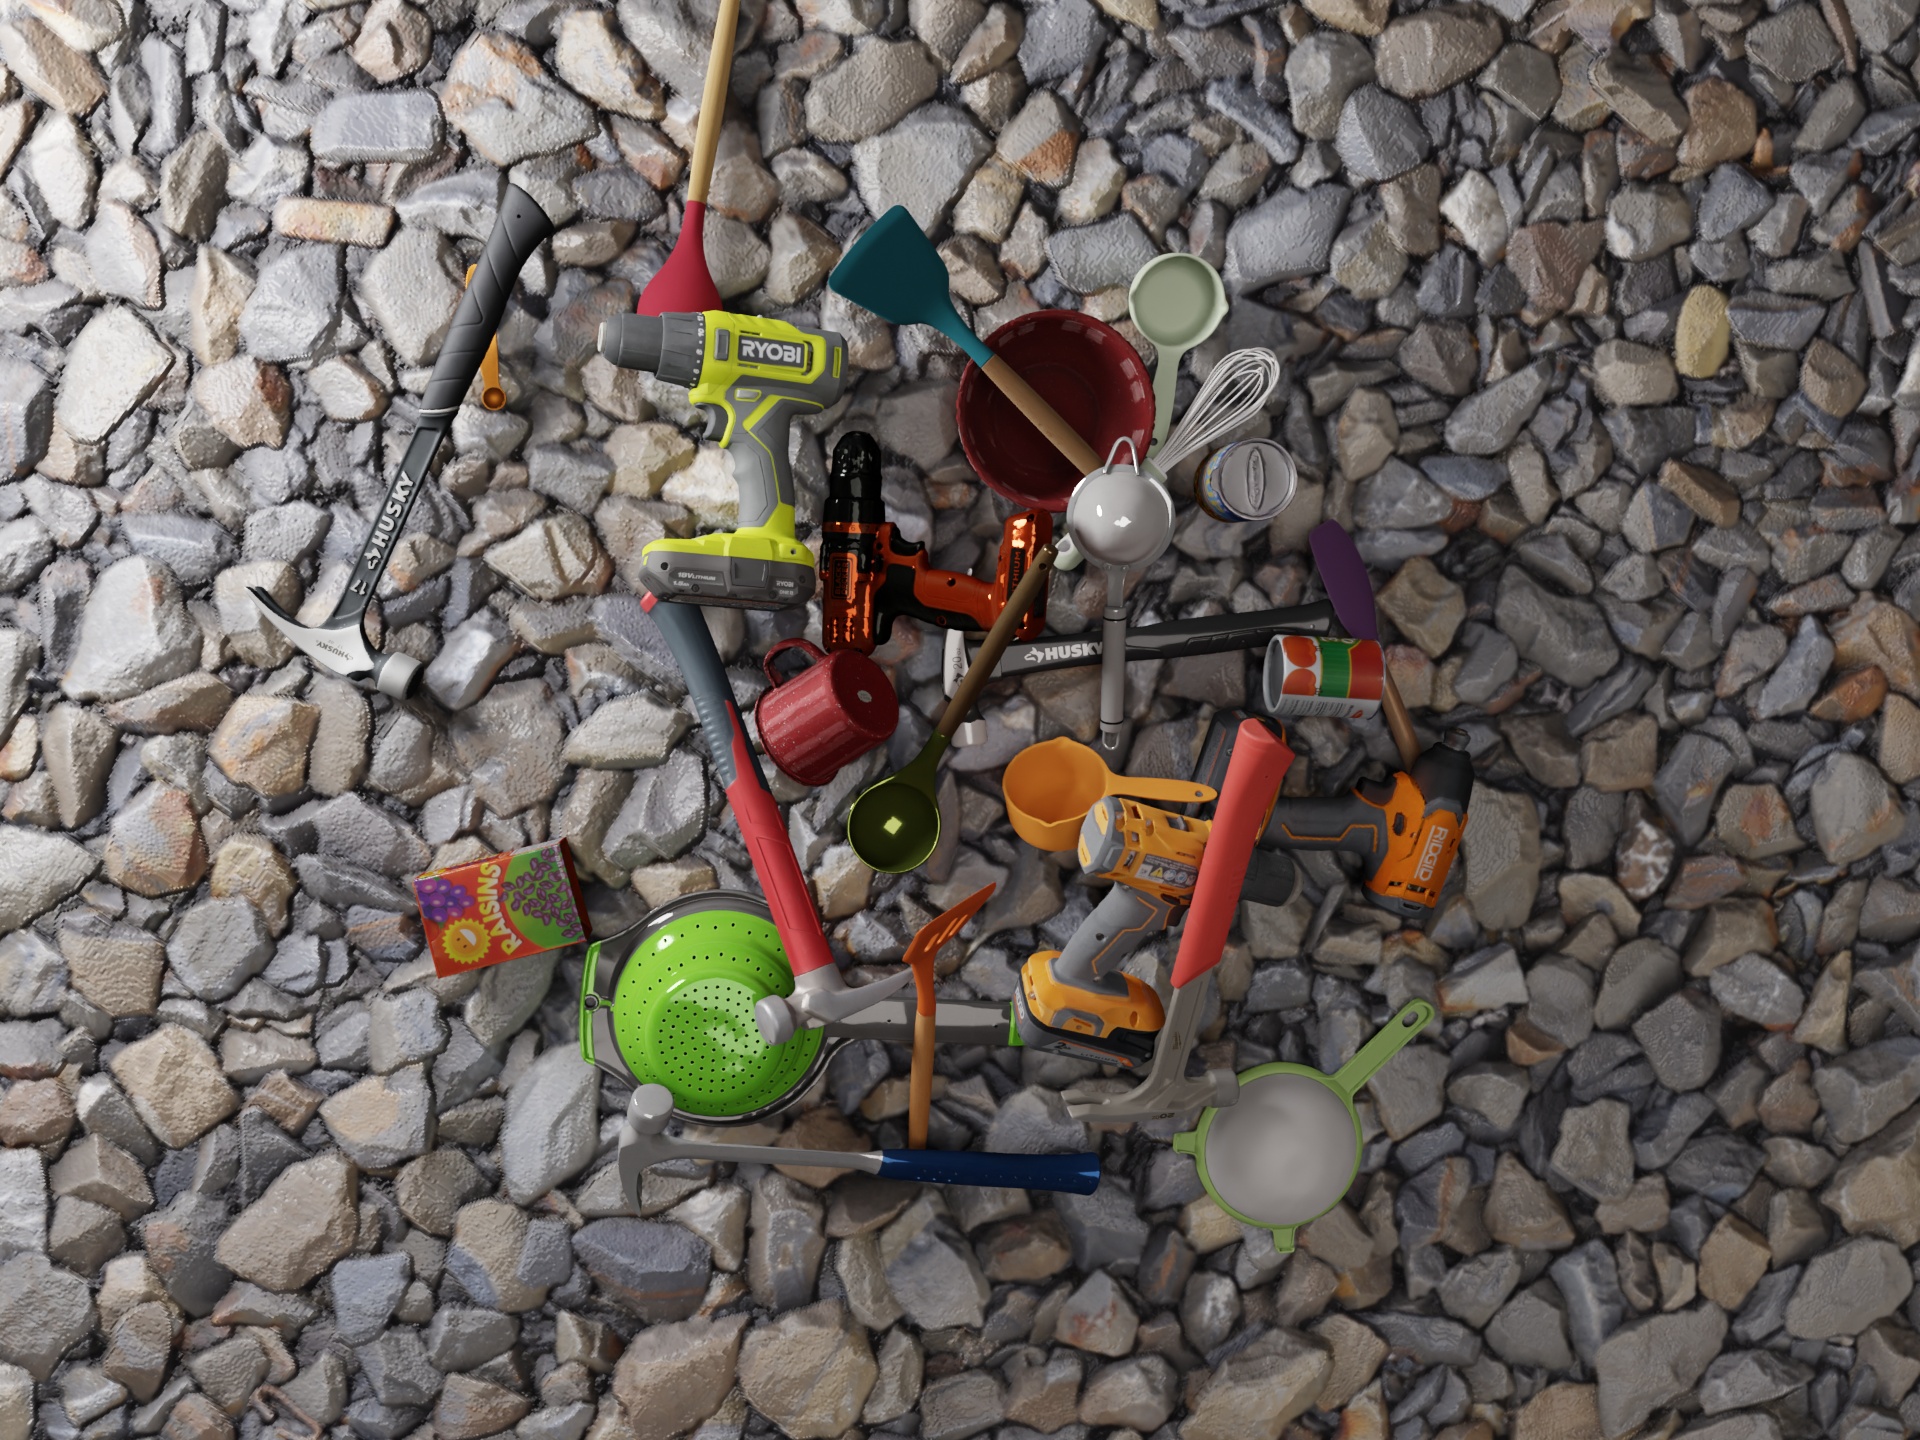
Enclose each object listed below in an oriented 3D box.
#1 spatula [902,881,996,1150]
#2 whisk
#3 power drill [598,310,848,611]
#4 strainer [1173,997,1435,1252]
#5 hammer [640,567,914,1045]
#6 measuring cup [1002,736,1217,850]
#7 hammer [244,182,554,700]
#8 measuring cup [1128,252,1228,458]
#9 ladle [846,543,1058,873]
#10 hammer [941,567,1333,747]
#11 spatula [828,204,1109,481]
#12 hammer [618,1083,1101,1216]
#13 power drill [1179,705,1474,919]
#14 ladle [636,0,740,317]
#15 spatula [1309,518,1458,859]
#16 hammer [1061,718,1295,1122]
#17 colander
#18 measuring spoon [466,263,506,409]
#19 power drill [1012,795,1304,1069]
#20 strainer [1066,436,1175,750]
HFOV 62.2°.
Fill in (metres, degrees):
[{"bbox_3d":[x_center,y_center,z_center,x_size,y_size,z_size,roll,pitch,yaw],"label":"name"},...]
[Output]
[{"bbox_3d":[-0.022,0.254,1.270,0.081,0.041,0.322,-28,137,-37],"label":"spatula"},{"bbox_3d":[0.167,-0.213,1.308,0.246,0.058,0.059,-44,140,8],"label":"whisk"},{"bbox_3d":[-0.190,-0.207,1.242,0.190,0.080,0.228,4,87,-19],"label":"power drill"},{"bbox_3d":[0.320,0.340,1.368,0.256,0.069,0.151,-44,98,2],"label":"strainer"},{"bbox_3d":[-0.156,0.054,1.280,0.143,0.038,0.386,-18,83,-31],"label":"hammer"},{"bbox_3d":[0.122,0.068,1.305,0.173,0.095,0.052,4,139,9],"label":"measuring cup"},{"bbox_3d":[-0.424,-0.229,1.255,0.149,0.036,0.409,25,94,-4],"label":"hammer"},{"bbox_3d":[0.169,-0.302,1.316,0.083,0.038,0.167,5,112,-7],"label":"measuring cup"},{"bbox_3d":[-0.002,-0.004,1.248,0.078,0.062,0.320,24,123,-10],"label":"ladle"},{"bbox_3d":[0.148,-0.070,1.331,0.334,0.035,0.146,-7,97,-5],"label":"hammer"},{"bbox_3d":[0.038,-0.260,1.241,0.317,0.044,0.082,43,103,-9],"label":"spatula"},{"bbox_3d":[-0.080,0.367,1.315,0.405,0.035,0.144,8,131,-17],"label":"hammer"},{"bbox_3d":[0.313,0.061,1.326,0.226,0.084,0.164,16,102,-7],"label":"power drill"},{"bbox_3d":[-0.205,-0.438,1.268,0.069,0.031,0.315,9,93,-9],"label":"ladle"},{"bbox_3d":[0.367,-0.023,1.359,0.060,0.018,0.316,-31,102,-37],"label":"spatula"},{"bbox_3d":[0.181,0.163,1.227,0.149,0.037,0.358,0,119,-18],"label":"hammer"},{"bbox_3d":[-0.117,0.252,1.307,0.397,0.094,0.204,4,95,-5],"label":"colander"},{"bbox_3d":[-0.379,-0.306,1.274,0.021,0.011,0.117,-8,93,1],"label":"measuring spoon"},{"bbox_3d":[0.158,0.175,1.293,0.185,0.084,0.226,15,118,-16],"label":"power drill"},{"bbox_3d":[0.125,-0.094,1.270,0.087,0.050,0.258,5,113,14],"label":"strainer"}]
